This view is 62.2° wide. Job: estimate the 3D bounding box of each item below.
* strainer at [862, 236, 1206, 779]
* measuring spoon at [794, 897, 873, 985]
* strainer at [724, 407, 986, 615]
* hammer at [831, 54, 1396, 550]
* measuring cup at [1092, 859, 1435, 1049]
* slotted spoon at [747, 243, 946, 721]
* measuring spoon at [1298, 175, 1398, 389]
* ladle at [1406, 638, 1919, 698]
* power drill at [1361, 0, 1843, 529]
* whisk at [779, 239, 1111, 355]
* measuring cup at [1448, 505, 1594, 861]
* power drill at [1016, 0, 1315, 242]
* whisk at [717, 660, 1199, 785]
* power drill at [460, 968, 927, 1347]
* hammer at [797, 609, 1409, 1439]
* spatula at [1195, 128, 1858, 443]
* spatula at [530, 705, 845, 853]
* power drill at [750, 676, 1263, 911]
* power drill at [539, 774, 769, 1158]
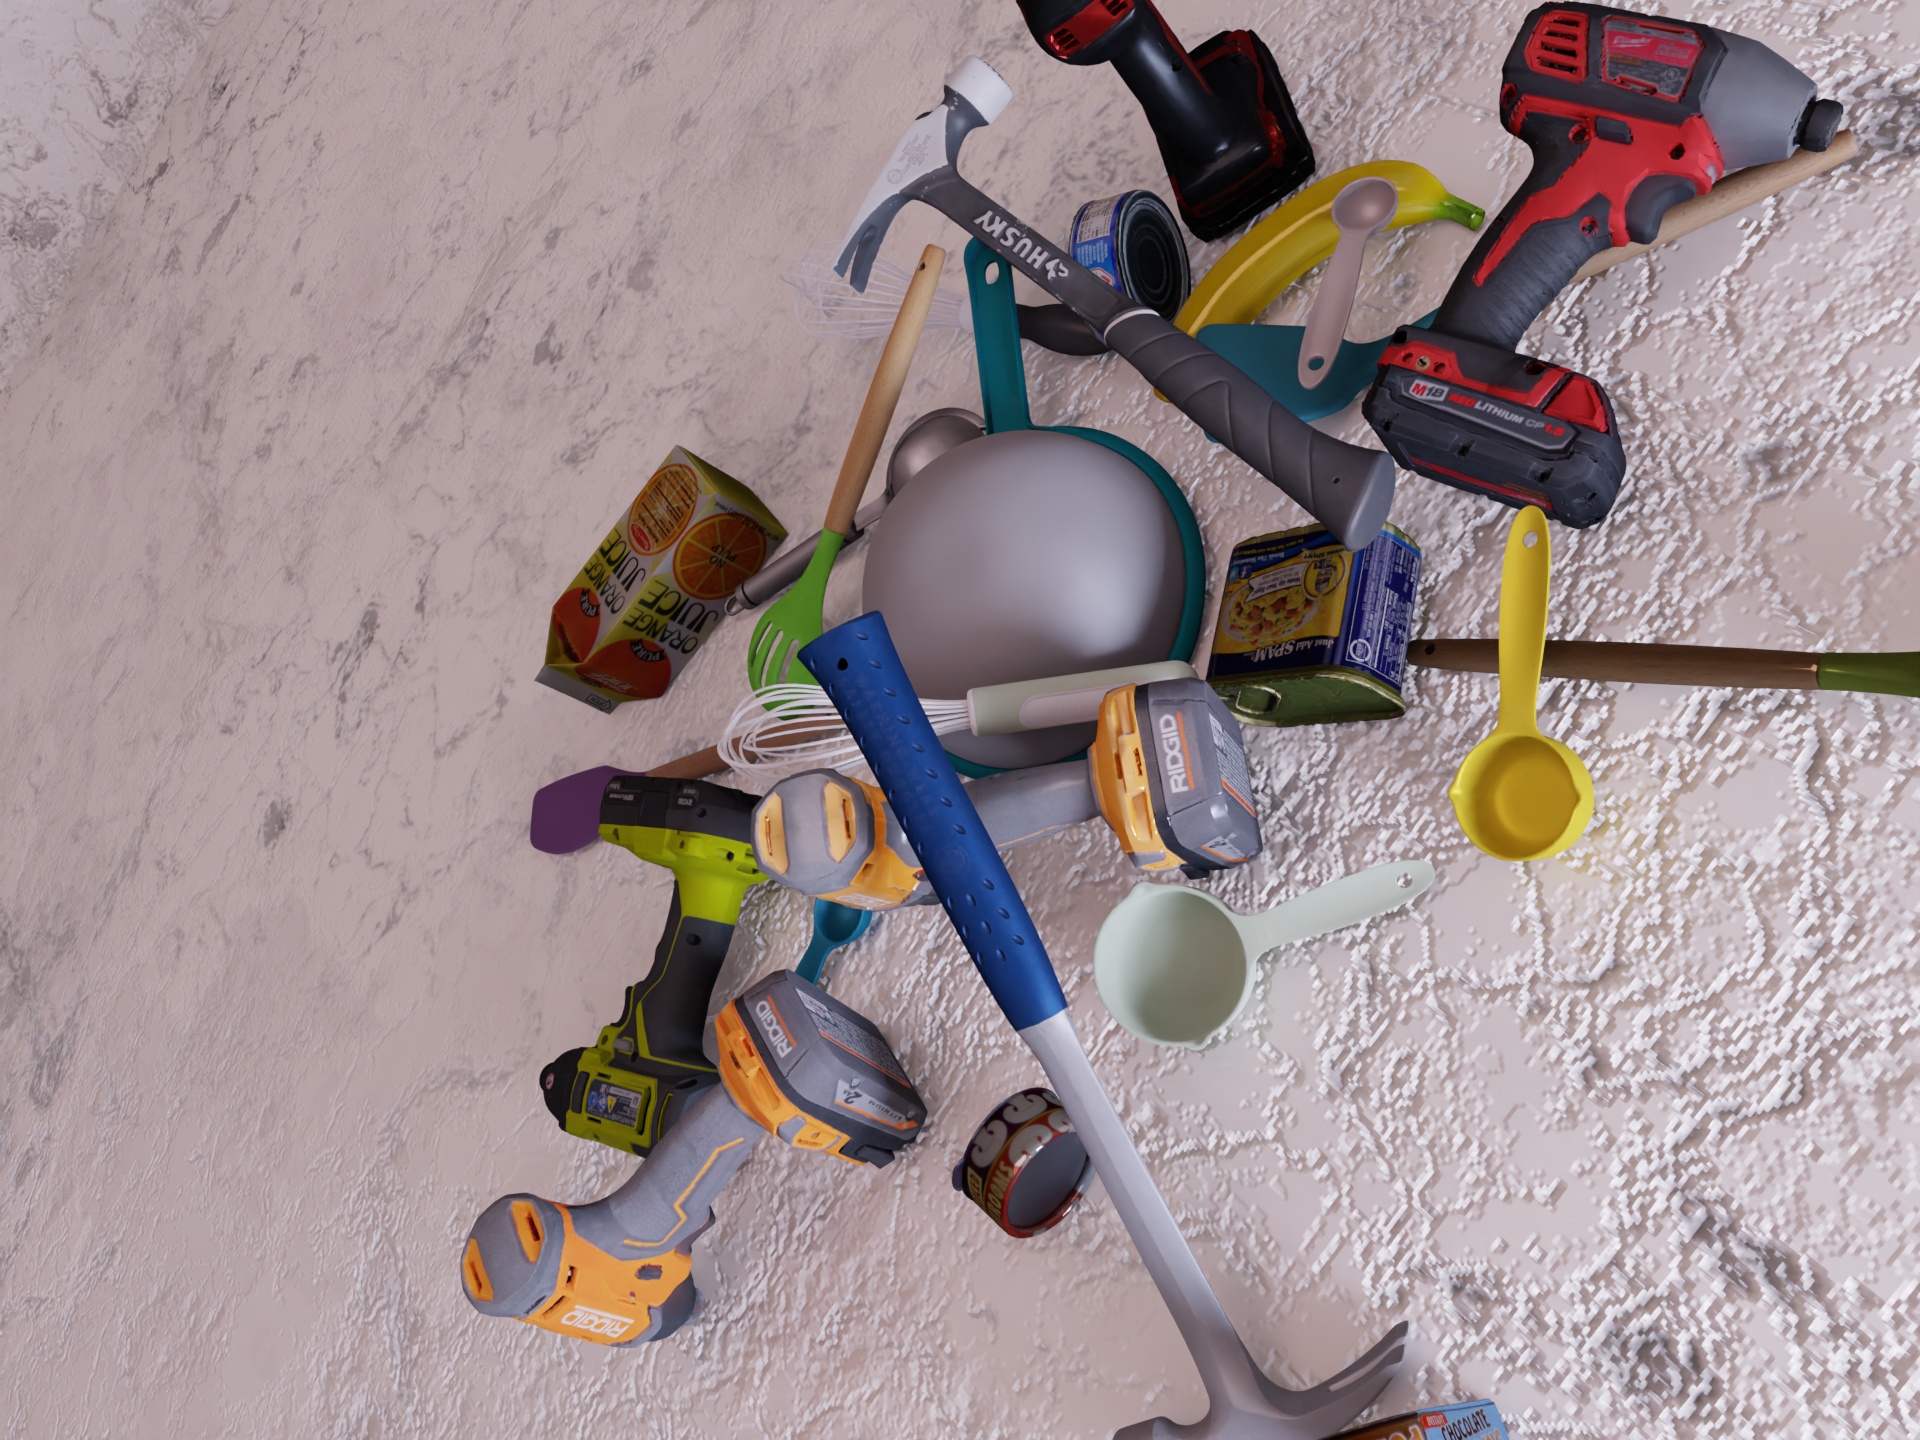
[{"bbox_3d":[0.014,-0.136,0.889,0.211,0.095,0.340,-15,72,28],"label":"strainer"},{"bbox_3d":[-0.083,0.150,0.942,0.042,0.021,0.128,35,105,42],"label":"measuring spoon"},{"bbox_3d":[-0.067,-0.128,1.029,0.258,0.050,0.087,-29,69,31],"label":"strainer"},{"bbox_3d":[0.074,-0.212,0.836,0.149,0.036,0.409,-49,54,9],"label":"hammer"},{"bbox_3d":[0.145,0.100,0.755,0.167,0.038,0.083,-23,77,16],"label":"measuring cup"},{"bbox_3d":[-0.071,-0.143,0.991,0.070,0.031,0.313,32,107,35],"label":"slotted spoon"},{"bbox_3d":[0.197,-0.223,0.819,0.034,0.018,0.124,12,77,32],"label":"measuring spoon"},{"bbox_3d":[0.332,-0.018,0.655,0.320,0.062,0.078,6,77,48],"label":"ladle"},{"bbox_3d":[0.285,-0.208,0.716,0.143,0.078,0.219,26,94,27],"label":"power drill"},{"bbox_3d":[-0.013,-0.267,1.032,0.285,0.070,0.070,20,85,38],"label":"whisk"},{"bbox_3d":[0.252,-0.015,0.700,0.062,0.029,0.156,0,83,46],"label":"measuring cup"},{"bbox_3d":[0.095,-0.392,0.876,0.080,0.226,0.188,-29,56,28],"label":"power drill"},{"bbox_3d":[-0.001,-0.003,0.804,0.246,0.057,0.059,-8,27,2],"label":"whisk"},{"bbox_3d":[-0.132,0.250,0.857,0.226,0.164,0.084,-41,49,3],"label":"power drill"},{"bbox_3d":[0.046,0.137,0.690,0.144,0.035,0.405,-29,87,21],"label":"hammer"},{"bbox_3d":[0.266,-0.217,0.785,0.317,0.044,0.082,-20,54,31],"label":"spatula"},{"bbox_3d":[-0.191,0.037,1.074,0.316,0.018,0.060,-19,63,34],"label":"spatula"},{"bbox_3d":[0.032,0.052,0.802,0.226,0.185,0.084,-13,74,16],"label":"power drill"},{"bbox_3d":[-0.189,0.151,0.985,0.171,0.080,0.223,1,75,44],"label":"power drill"}]
